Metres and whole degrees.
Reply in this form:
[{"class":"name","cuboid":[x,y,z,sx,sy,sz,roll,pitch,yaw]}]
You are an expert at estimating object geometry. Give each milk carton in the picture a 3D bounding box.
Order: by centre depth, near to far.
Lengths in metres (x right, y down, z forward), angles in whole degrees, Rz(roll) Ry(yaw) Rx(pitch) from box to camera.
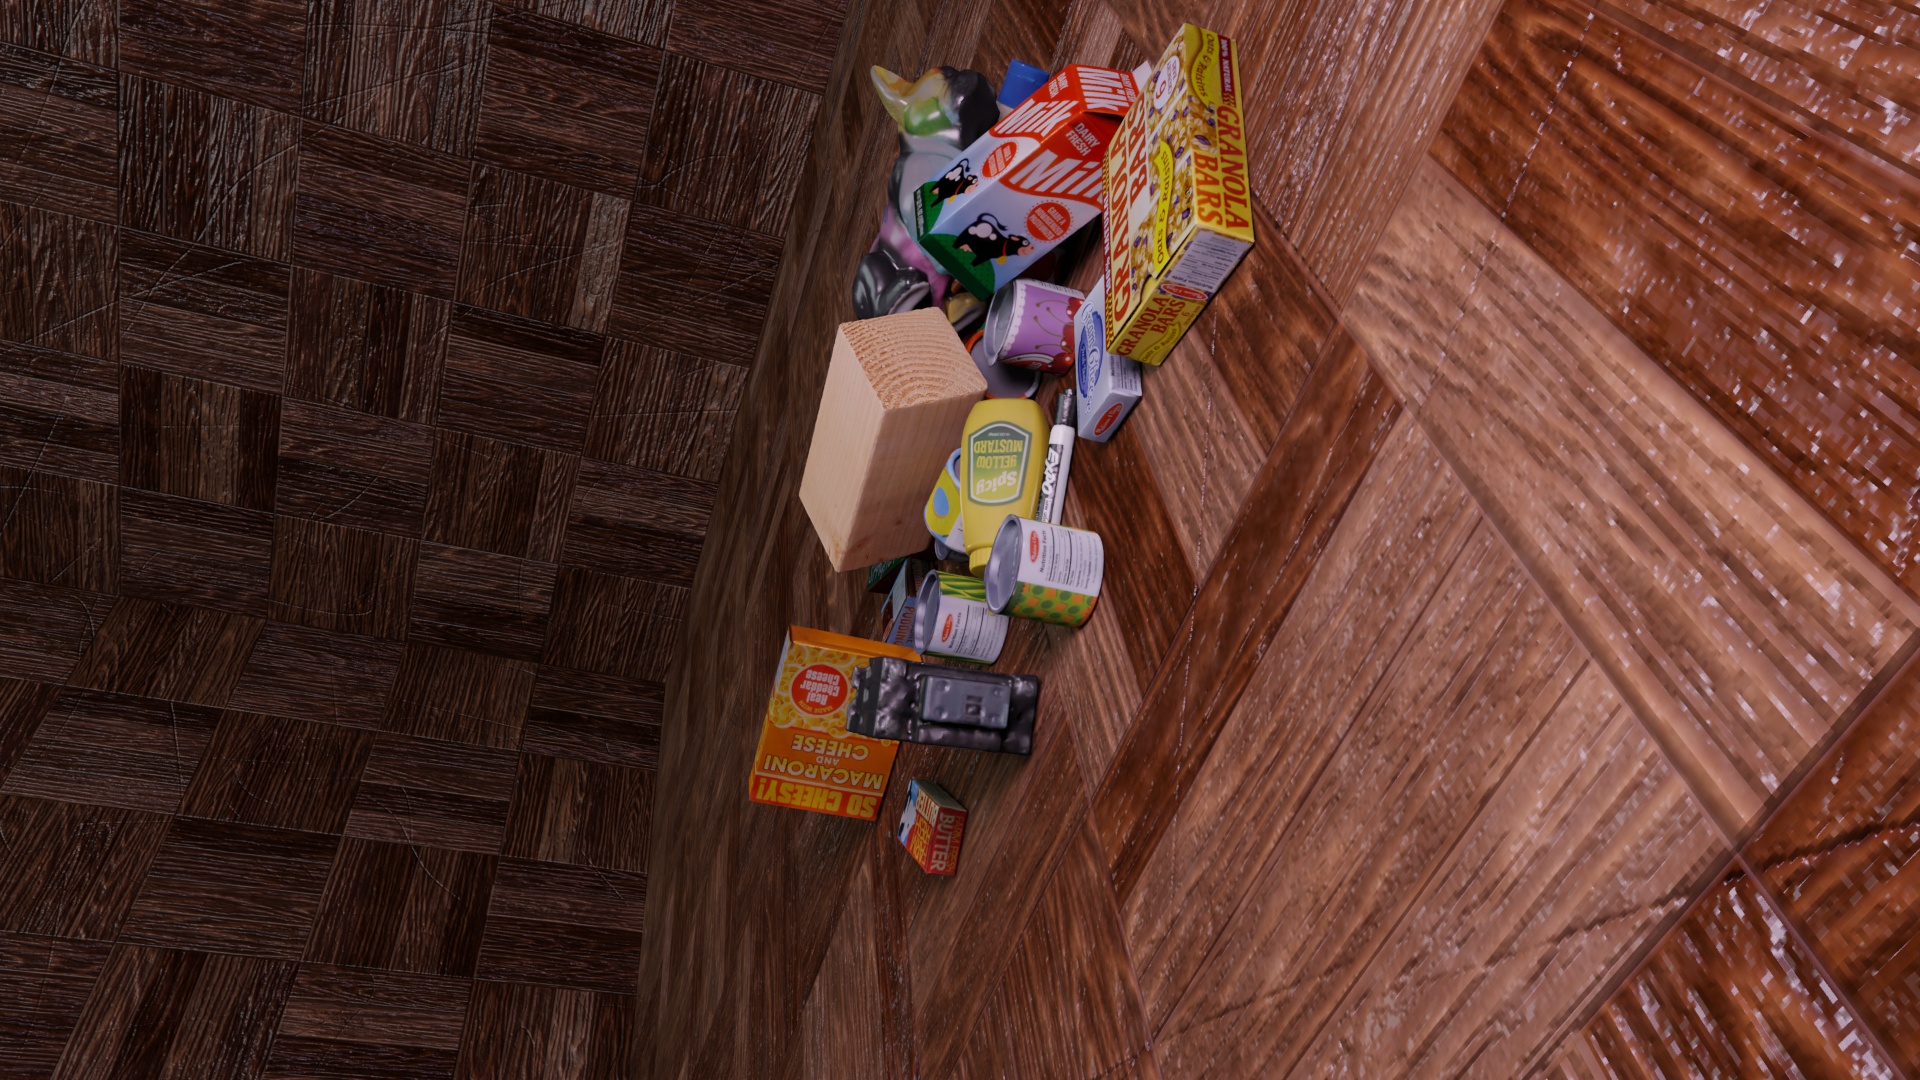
[{"class":"milk carton","cuboid":[0.061,-0.263,0.980,0.190,0.073,0.073,-34,38,24]}]

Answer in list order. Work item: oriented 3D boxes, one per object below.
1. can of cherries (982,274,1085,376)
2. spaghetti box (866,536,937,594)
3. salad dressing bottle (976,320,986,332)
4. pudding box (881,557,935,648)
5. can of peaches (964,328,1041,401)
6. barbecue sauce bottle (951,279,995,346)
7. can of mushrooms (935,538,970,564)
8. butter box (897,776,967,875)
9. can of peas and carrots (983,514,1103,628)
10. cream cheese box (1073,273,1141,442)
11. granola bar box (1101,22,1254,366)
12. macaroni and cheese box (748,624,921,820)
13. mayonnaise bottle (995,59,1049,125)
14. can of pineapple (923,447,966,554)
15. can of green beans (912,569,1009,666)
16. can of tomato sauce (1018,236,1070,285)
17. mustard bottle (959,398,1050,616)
[{"class":"can of cherries","cuboid":[0.054,-0.157,1.033,0.071,0.058,0.071,-167,89,-73]},{"class":"spaghetti box","cuboid":[-0.042,0.001,1.314,0.249,0.029,0.050,140,139,-66]},{"class":"salad dressing bottle","cuboid":[0.006,-0.121,1.194,0.064,0.044,0.146,-43,-15,-53]},{"class":"pudding box","cuboid":[-0.048,0.061,1.290,0.083,0.030,0.050,117,157,-43]},{"class":"can of peaches","cuboid":[0.022,-0.130,1.103,0.058,0.071,0.071,143,136,-66]},{"class":"barbecue sauce bottle","cuboid":[-0.002,-0.220,1.304,0.064,0.044,0.149,-66,17,8]},{"class":"can of mushrooms","cuboid":[0.004,-0.014,1.153,0.071,0.033,0.071,-168,89,-75]},{"class":"butter box","cuboid":[-0.023,0.224,1.094,0.103,0.024,0.053,-168,90,-74]},{"class":"can of peas and carrots","cuboid":[0.053,0.021,0.905,0.071,0.059,0.071,-167,89,-75]},{"class":"cream cheese box","cuboid":[0.097,-0.122,0.920,0.053,0.024,0.104,125,152,-52]},{"class":"granola bar box","cuboid":[0.127,-0.210,0.848,0.123,0.039,0.166,125,153,-55]},{"class":"macaroni and cheese box","cuboid":[-0.116,0.169,1.276,0.040,0.124,0.165,-110,35,-67]},{"class":"mayonnaise bottle","cuboid":[0.036,-0.349,1.236,0.041,0.065,0.147,-95,26,-67]},{"class":"can of pineapple","cuboid":[0.011,-0.033,1.079,0.071,0.071,0.057,-94,23,-45]},{"class":"can of green beans","cuboid":[0.000,0.060,1.066,0.071,0.058,0.071,-167,89,-74]},{"class":"can of tomato sauce","cuboid":[0.056,-0.244,1.081,0.071,0.071,0.083,-128,51,-70]},{"class":"mustard bottle","cuboid":[0.031,-0.024,1.003,0.048,0.065,0.161,50,-140,-63]}]
